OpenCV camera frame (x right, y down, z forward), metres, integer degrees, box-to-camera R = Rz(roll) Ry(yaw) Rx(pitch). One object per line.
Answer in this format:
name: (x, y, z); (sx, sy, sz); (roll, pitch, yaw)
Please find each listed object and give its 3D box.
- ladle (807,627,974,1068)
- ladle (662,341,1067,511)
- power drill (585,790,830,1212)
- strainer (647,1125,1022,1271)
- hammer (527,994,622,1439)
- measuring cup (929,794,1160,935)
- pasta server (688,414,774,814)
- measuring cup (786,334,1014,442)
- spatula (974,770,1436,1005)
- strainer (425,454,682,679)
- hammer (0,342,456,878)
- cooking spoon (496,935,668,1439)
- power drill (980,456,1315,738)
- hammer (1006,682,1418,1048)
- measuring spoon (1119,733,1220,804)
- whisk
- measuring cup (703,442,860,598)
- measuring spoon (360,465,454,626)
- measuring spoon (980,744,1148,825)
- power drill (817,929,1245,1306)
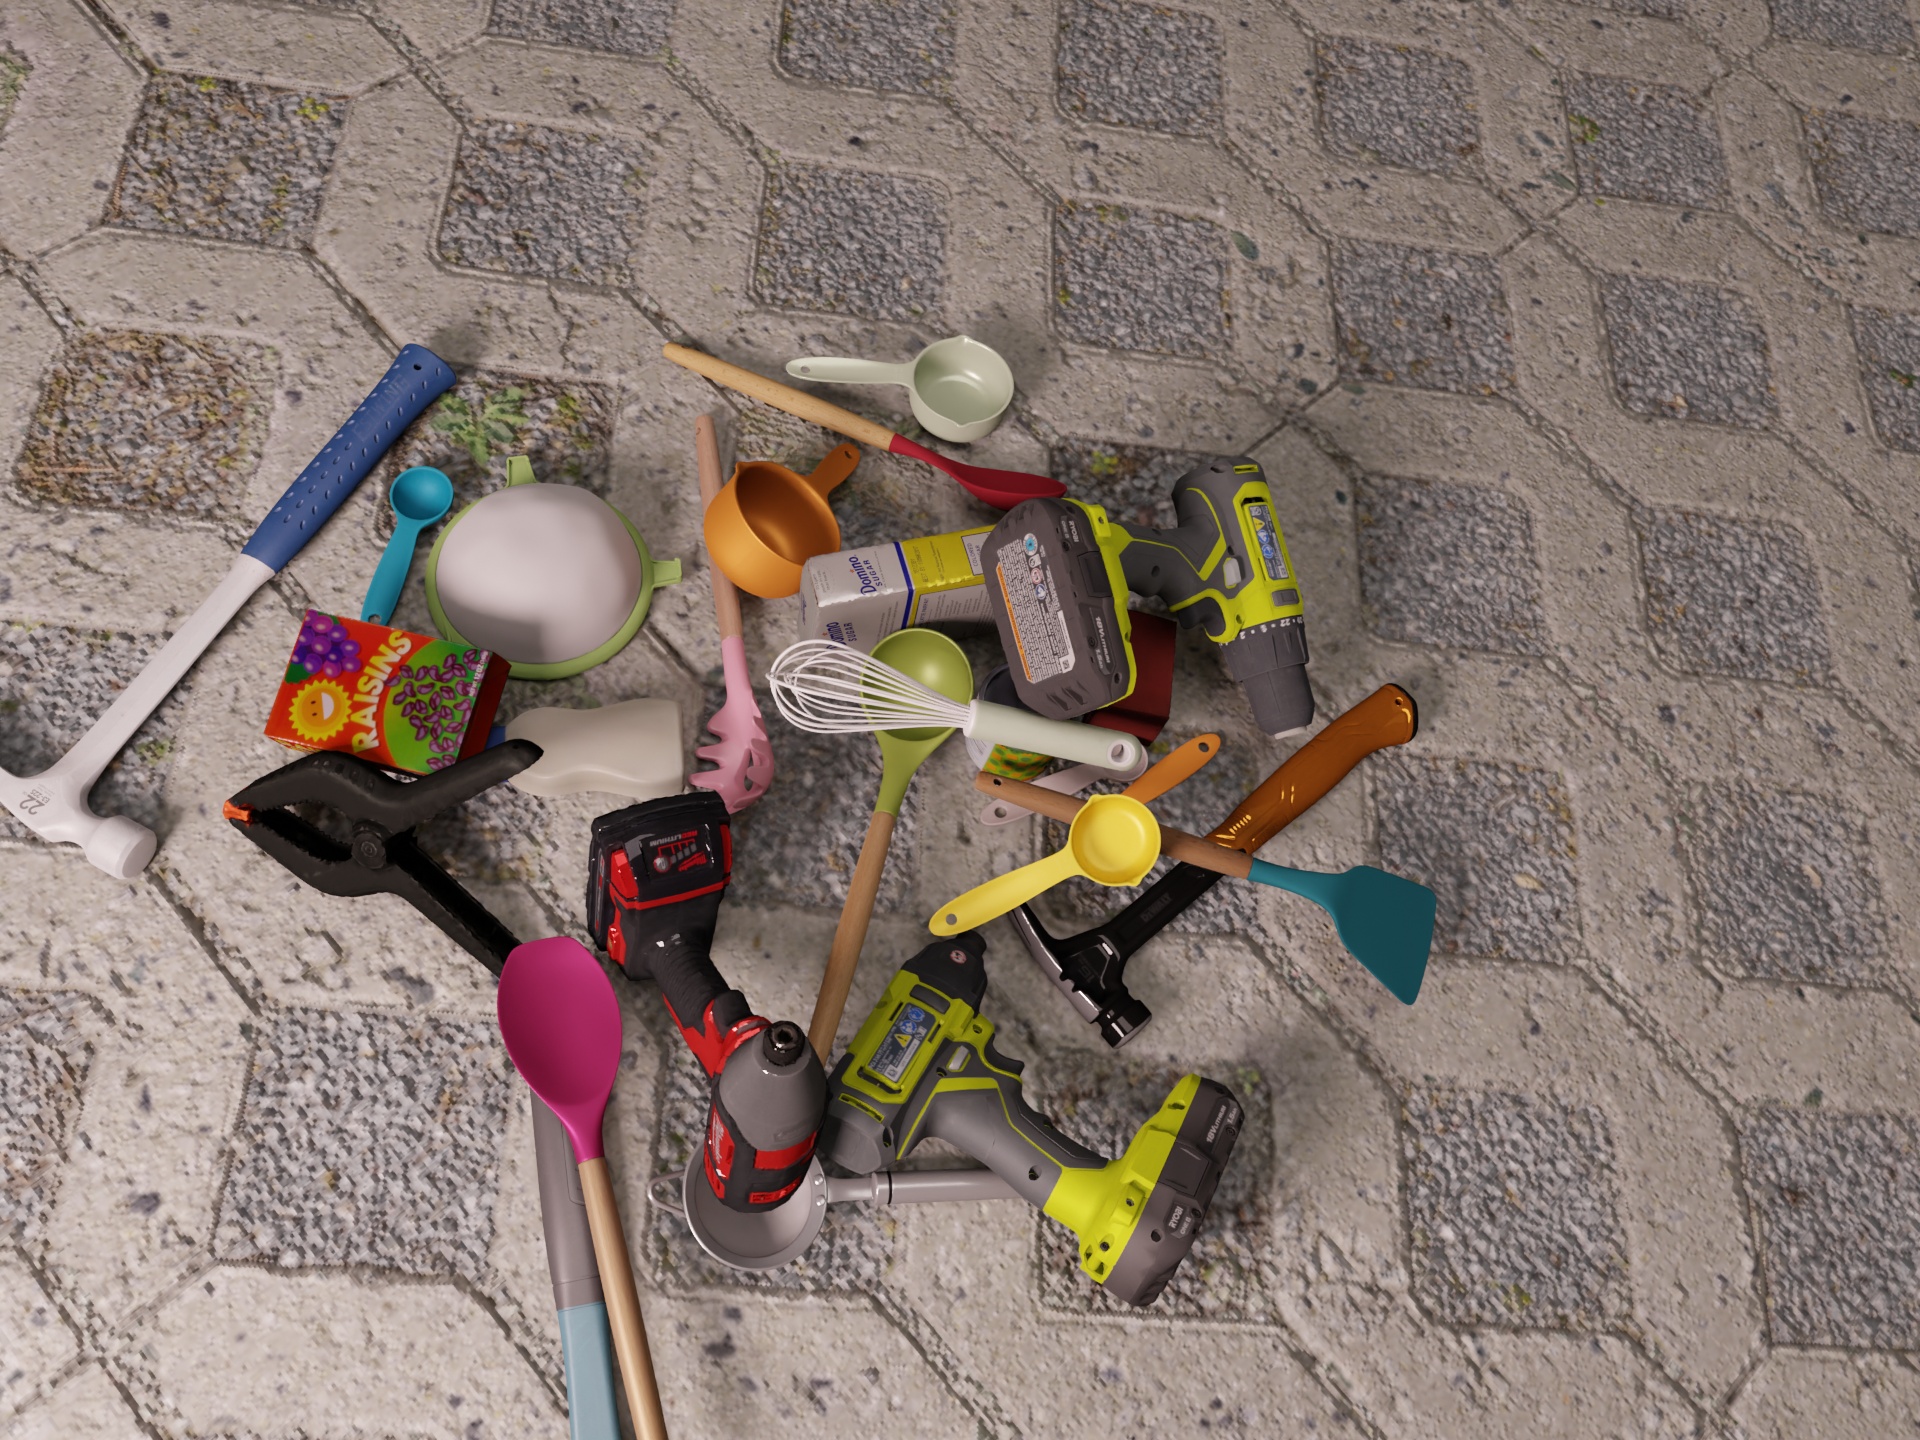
ladle: (-0.055, 0.076, 0.990); (0.078, 0.062, 0.320); (8, 54, 10)
ladle: (-0.073, -0.213, 1.159); (0.315, 0.031, 0.069); (23, 23, 5)
power drill: (-0.139, 0.152, 0.897); (0.078, 0.143, 0.220); (-13, 51, -27)
strainer: (-0.055, 0.277, 0.936); (0.258, 0.050, 0.087); (2, 61, -15)
hammer: (-0.213, 0.315, 0.895); (0.128, 0.033, 0.331); (-7, 67, -14)
measuring cup: (0.052, 0.097, 0.999); (0.156, 0.029, 0.062); (-26, 84, 3)
pasta server: (-0.164, -0.079, 1.080); (0.040, 0.060, 0.316); (19, 52, -47)
measuring cup: (-0.046, -0.245, 1.177); (0.167, 0.038, 0.083); (4, 65, -6)
spatula: (0.159, 0.092, 1.029); (0.317, 0.044, 0.082); (19, 66, 2)
strainer: (-0.310, -0.070, 1.033); (0.151, 0.069, 0.256); (34, 64, 6)
hammer: (-0.471, -0.097, 1.037); (0.144, 0.035, 0.406); (28, 64, 4)
cooking spoon: (-0.201, 0.272, 0.889); (0.068, 0.017, 0.319); (-8, 67, -25)
power drill: (0.137, -0.070, 1.036); (0.228, 0.080, 0.190); (-11, 83, -38)
hammer: (0.184, 0.070, 1.073); (0.337, 0.034, 0.127); (-36, 77, -22)
measuring spoon: (0.136, 0.040, 1.090); (0.117, 0.011, 0.021); (-33, 75, -21)
whisk: (-0.002, -0.003, 1.002); (0.246, 0.059, 0.058); (12, 99, -11)
measuring cup: (-0.118, -0.146, 1.110); (0.095, 0.052, 0.174); (45, 34, -9)
measuring spoon: (-0.377, -0.111, 1.074); (0.042, 0.021, 0.129); (15, 73, -1)
measuring spoon: (0.070, 0.046, 1.078); (0.124, 0.018, 0.034); (-22, 65, -11)
power drill: (0.044, 0.226, 0.942); (0.223, 0.080, 0.171); (28, 46, 9)
